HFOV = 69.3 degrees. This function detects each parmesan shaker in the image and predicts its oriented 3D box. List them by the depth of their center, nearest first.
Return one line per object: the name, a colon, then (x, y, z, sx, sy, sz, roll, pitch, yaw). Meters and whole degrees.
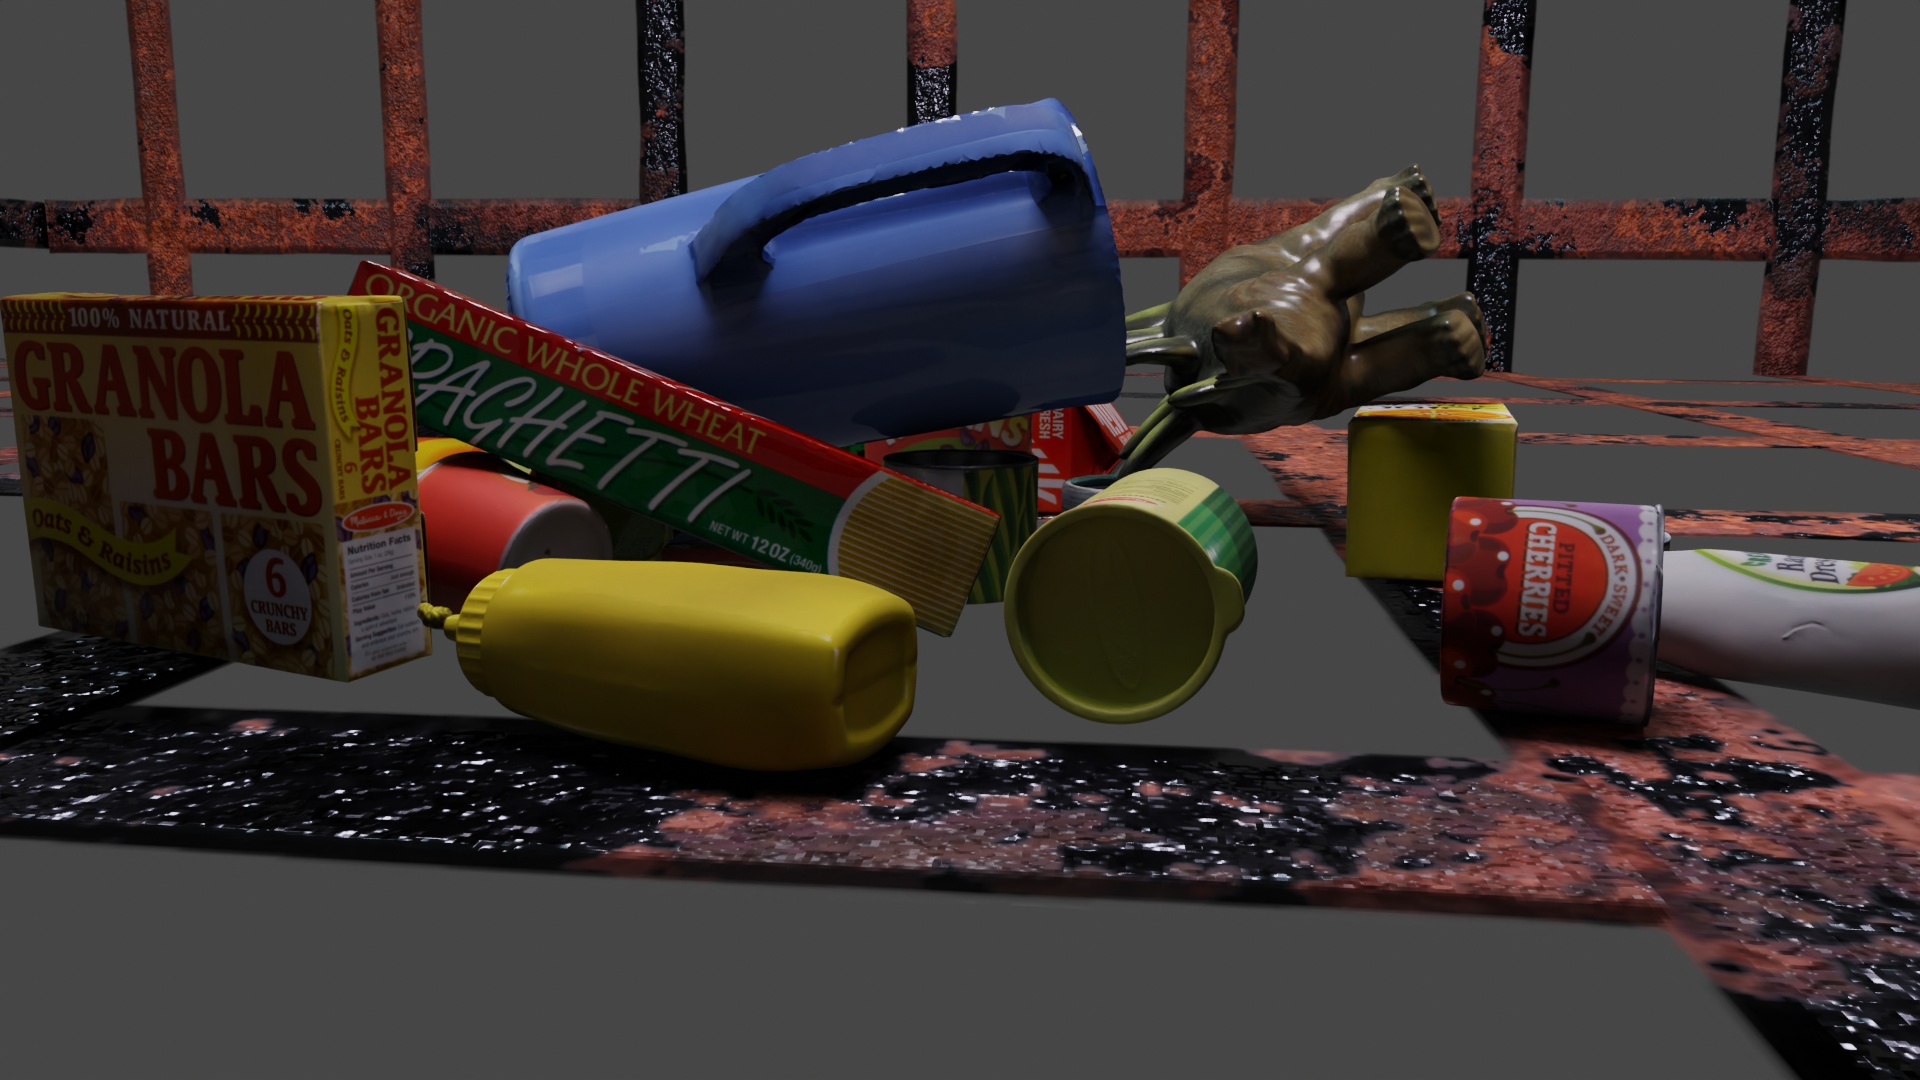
parmesan shaker: (0.062, 0.014, 0.452, 0.071, 0.071, 0.103, 3, 10, 17)

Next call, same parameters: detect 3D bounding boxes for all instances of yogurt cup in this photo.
yogurt cup: (-0.164, 0.006, 0.503, 0.054, 0.072, 0.072, 15, 16, 29)

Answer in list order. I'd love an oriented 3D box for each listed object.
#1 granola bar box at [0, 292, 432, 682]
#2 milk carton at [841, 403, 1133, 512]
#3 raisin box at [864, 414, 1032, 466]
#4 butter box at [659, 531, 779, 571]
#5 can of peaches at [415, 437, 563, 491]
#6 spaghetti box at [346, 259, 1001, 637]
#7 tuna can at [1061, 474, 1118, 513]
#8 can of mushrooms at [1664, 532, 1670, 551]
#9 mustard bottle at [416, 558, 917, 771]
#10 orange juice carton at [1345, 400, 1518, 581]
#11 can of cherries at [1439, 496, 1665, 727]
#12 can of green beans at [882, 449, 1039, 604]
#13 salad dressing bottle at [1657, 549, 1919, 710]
granola bar box: (-0.261, -0.024, 0.486, 0.165, 0.124, 0.039, 5, 12, 26)
milk carton: (0.023, -0.059, 0.844, 0.190, 0.073, 0.072, 3, 10, 15)
raisin box: (-0.006, -0.062, 0.715, 0.086, 0.123, 0.040, 2, 9, 6)
butter box: (-0.097, 0.005, 0.618, 0.053, 0.024, 0.104, 0, 10, -1)
can of peaches: (-0.200, -0.012, 0.579, 0.058, 0.071, 0.071, 1, 10, -4)
spaghetti box: (-0.109, -0.033, 0.508, 0.250, 0.050, 0.029, 22, 2, -2)
tuna can: (0.086, -0.014, 0.707, 0.071, 0.032, 0.071, 0, 10, 0)
can of mushrooms: (0.252, 0.012, 0.564, 0.071, 0.033, 0.071, 1, 10, 0)
mustard bottle: (-0.093, 0.031, 0.398, 0.160, 0.048, 0.065, 4, 10, 26)
orange juice carton: (0.235, -0.031, 0.697, 0.072, 0.073, 0.193, 2, 9, 19)
can of cherries: (0.177, 0.019, 0.418, 0.058, 0.071, 0.072, 4, 10, 23)
can of green beans: (0.000, -0.007, 0.593, 0.071, 0.057, 0.071, 0, 10, 0)
salad dressing bottle: (0.254, 0.024, 0.468, 0.147, 0.044, 0.064, 8, 11, 37)
